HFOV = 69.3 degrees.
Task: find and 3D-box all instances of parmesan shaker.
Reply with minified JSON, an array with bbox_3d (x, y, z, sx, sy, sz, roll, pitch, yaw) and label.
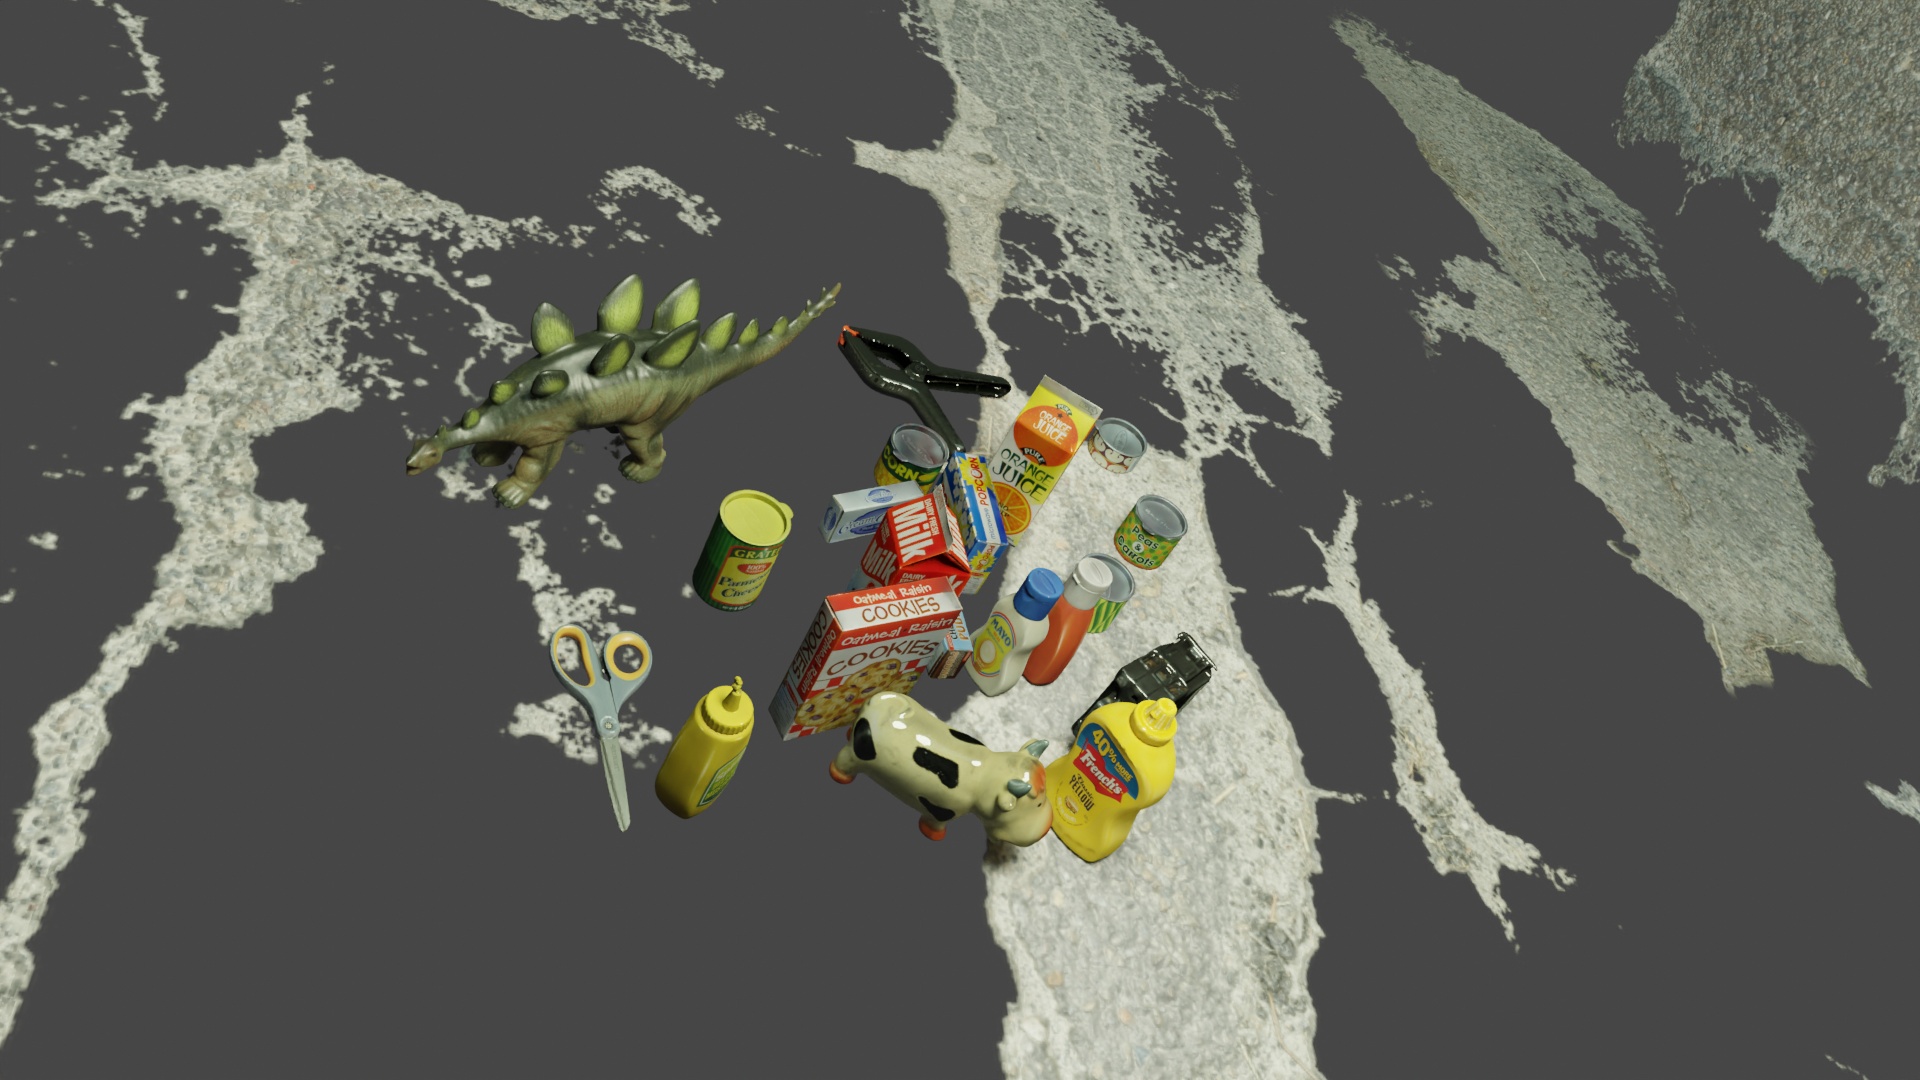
[{"bbox_3d":[-0.202,0.011,1.293,0.071,0.102,0.072,16,44,-16],"label":"parmesan shaker"}]

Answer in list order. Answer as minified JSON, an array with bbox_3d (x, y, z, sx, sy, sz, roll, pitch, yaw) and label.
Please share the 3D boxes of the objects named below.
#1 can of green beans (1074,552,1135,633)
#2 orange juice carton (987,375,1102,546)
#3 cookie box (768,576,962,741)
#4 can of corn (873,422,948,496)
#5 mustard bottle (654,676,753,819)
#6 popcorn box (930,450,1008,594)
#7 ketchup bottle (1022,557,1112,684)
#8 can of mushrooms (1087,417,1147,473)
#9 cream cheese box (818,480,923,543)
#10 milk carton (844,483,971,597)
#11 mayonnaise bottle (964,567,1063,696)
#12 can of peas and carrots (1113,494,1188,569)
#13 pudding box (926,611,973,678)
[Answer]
[{"bbox_3d":[0.144,0.056,1.478,0.071,0.057,0.071,16,44,-16],"label":"can of green beans"},{"bbox_3d":[0.080,-0.091,1.483,0.072,0.191,0.073,33,42,3],"label":"orange juice carton"},{"bbox_3d":[-0.086,0.103,1.223,0.123,0.166,0.040,-9,55,-35],"label":"cookie box"},{"bbox_3d":[-0.056,-0.083,1.499,0.071,0.058,0.071,16,44,-16],"label":"can of corn"},{"bbox_3d":[-0.198,0.160,1.110,0.049,0.159,0.065,39,43,9],"label":"mustard bottle"},{"bbox_3d":[0.005,-0.018,1.451,0.038,0.084,0.127,7,47,-24],"label":"popcorn box"},{"bbox_3d":[0.100,0.077,1.366,0.043,0.148,0.065,-4,52,-32],"label":"ketchup bottle"},{"bbox_3d":[0.188,-0.117,1.687,0.071,0.033,0.071,16,44,-16],"label":"can of mushrooms"},{"bbox_3d":[-0.092,-0.030,1.431,0.104,0.053,0.024,-13,57,-37],"label":"cream cheese box"},{"bbox_3d":[-0.048,0.035,1.292,0.073,0.189,0.073,7,47,-24],"label":"milk carton"},{"bbox_3d":[0.051,0.085,1.332,0.041,0.147,0.065,-14,58,-38],"label":"mayonnaise bottle"},{"bbox_3d":[0.215,-0.008,1.579,0.071,0.058,0.071,16,44,-16],"label":"can of peas and carrots"},{"bbox_3d":[-0.018,0.088,1.362,0.030,0.049,0.084,4,48,-26],"label":"pudding box"}]
